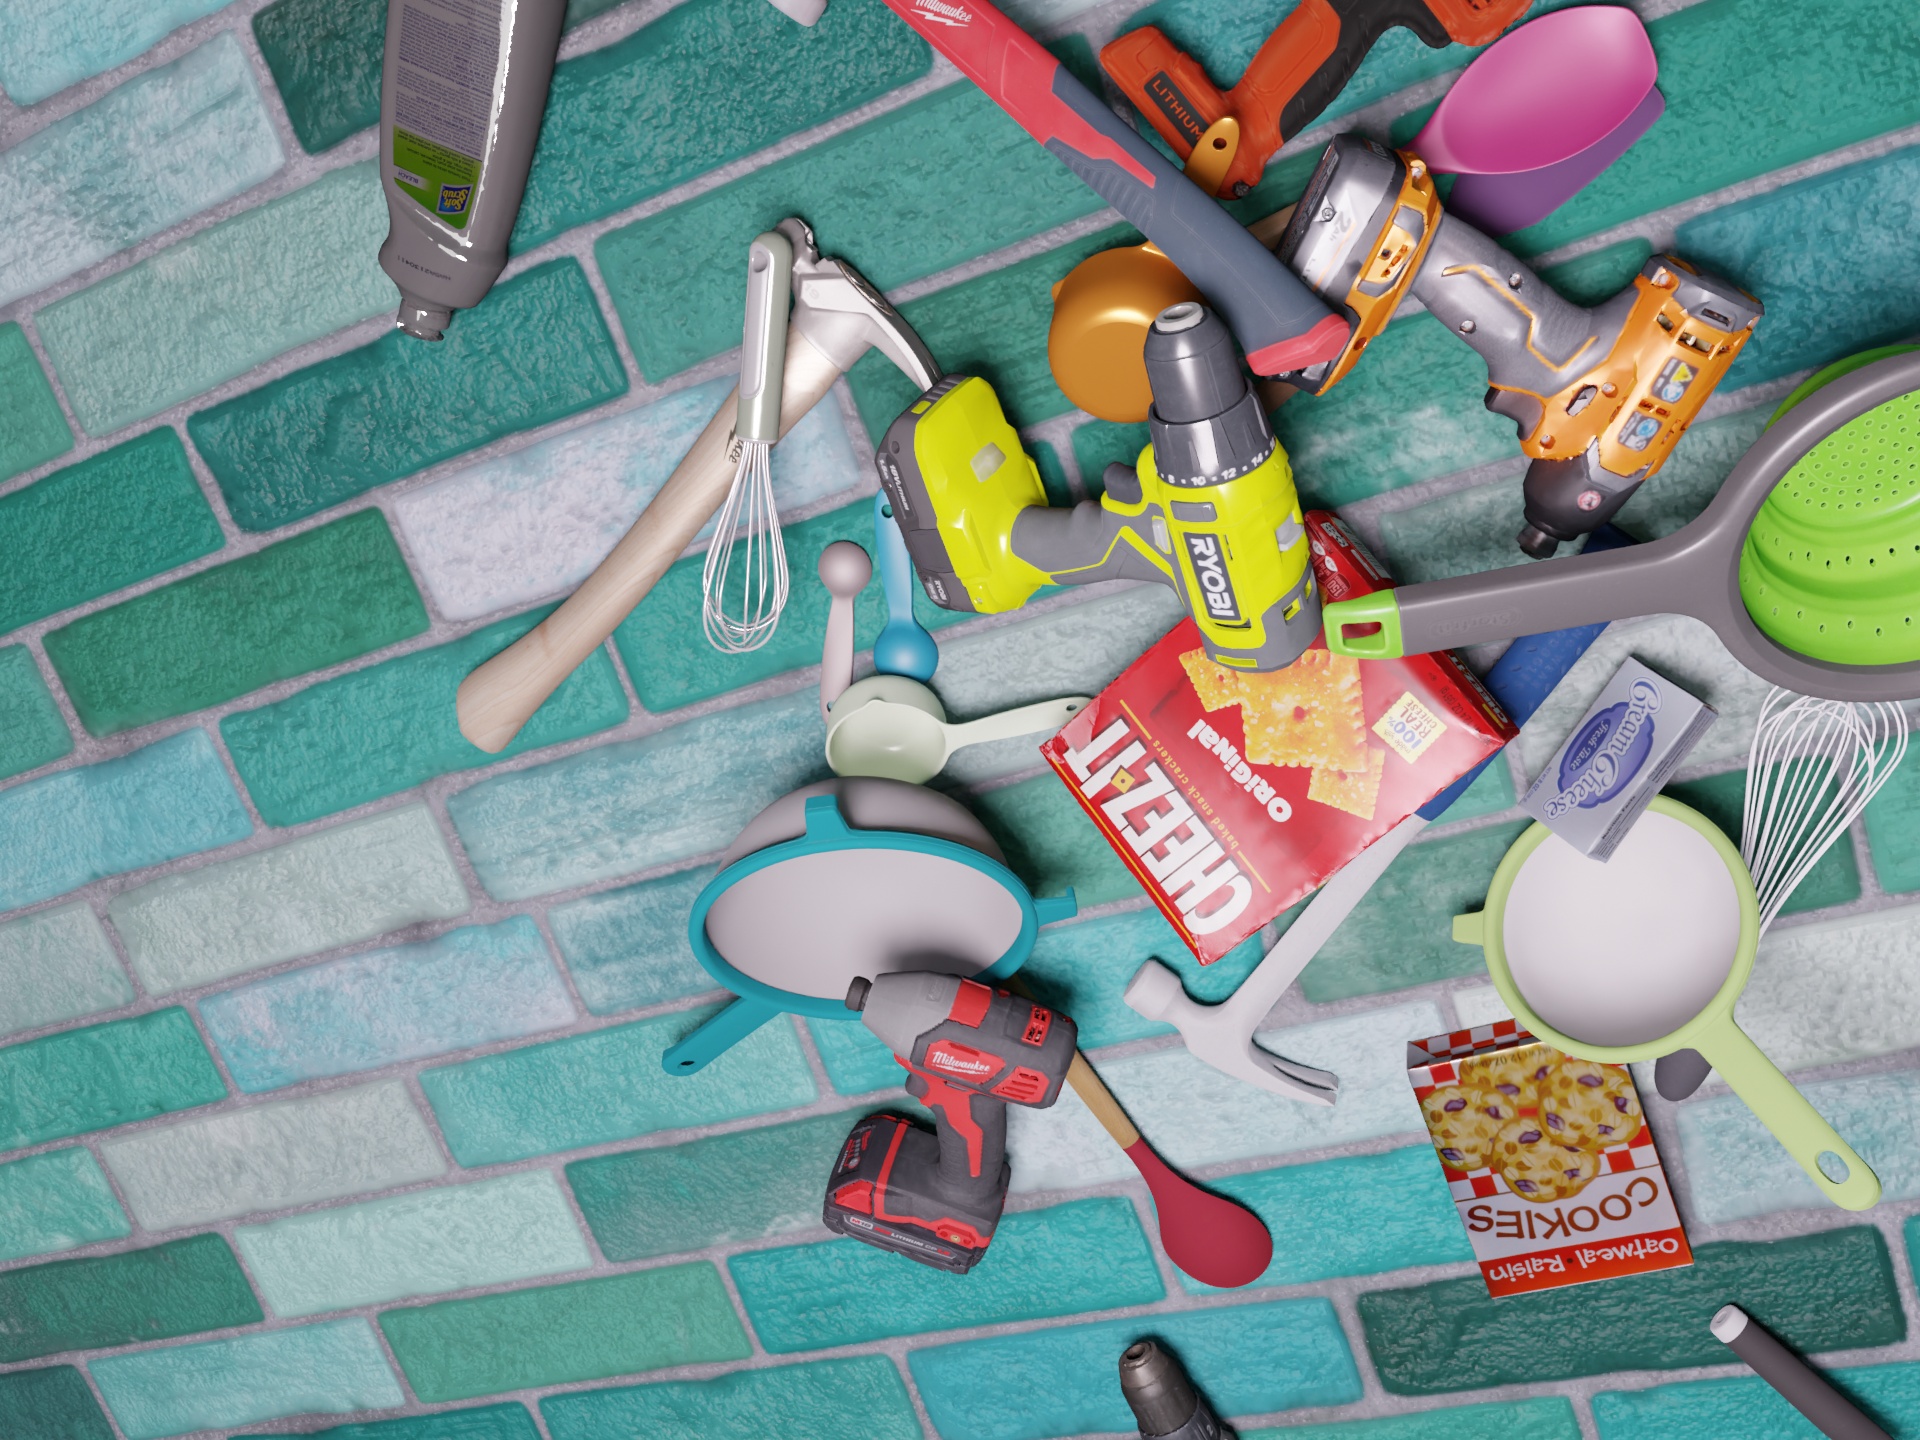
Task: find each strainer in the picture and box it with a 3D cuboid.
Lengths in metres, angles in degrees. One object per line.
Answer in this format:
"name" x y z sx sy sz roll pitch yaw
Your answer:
"strainer" 0.397 0.153 0.853 0.151 0.069 0.257 -49 46 20
"strainer" -0.098 0.129 1.024 0.210 0.095 0.340 23 136 -30

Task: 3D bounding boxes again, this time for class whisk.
"whisk" 0.445 0.100 0.887 0.070 0.070 0.284 14 116 10
"whisk" -0.120 -0.156 0.921 0.058 0.059 0.246 21 113 36

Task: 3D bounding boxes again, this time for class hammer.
"hammer" 0.264 0.062 0.933 0.144 0.035 0.405 35 114 2
"hammer" -0.181 -0.111 0.998 0.146 0.038 0.410 45 114 -4
"hammer" 0.057 -0.319 0.794 0.386 0.038 0.143 47 115 17

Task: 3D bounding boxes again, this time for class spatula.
"spatula" 0.227 -0.231 0.852 0.316 0.018 0.060 -41 86 23

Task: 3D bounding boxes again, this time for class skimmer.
"skimmer" 0.620 0.480 0.982 0.363 0.090 0.127 40 117 10

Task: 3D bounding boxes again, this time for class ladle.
"ladle" 0.098 0.257 1.052 0.069 0.031 0.315 -36 94 22

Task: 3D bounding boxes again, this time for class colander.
"colander" 0.377 -0.100 0.787 0.397 0.095 0.204 -9 131 12

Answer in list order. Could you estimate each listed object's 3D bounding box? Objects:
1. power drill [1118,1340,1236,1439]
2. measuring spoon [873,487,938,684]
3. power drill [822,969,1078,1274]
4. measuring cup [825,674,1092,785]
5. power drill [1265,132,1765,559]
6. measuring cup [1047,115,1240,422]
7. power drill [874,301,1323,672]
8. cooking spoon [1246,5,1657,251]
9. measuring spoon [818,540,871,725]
"power drill" 0.094 0.544 1.125 0.226 0.080 0.188 -24 101 19
"measuring spoon" -0.041 -0.078 0.976 0.042 0.021 0.128 -1 110 16
"power drill" -0.018 0.249 1.018 0.143 0.079 0.219 18 128 4
"measuring cup" -0.002 -0.003 0.984 0.167 0.038 0.083 -12 132 3
"power drill" 0.263 -0.184 0.812 0.226 0.084 0.164 22 120 -5
"measuring cup" 0.103 -0.229 0.830 0.095 0.052 0.173 20 140 -6
"power drill" 0.069 -0.124 0.833 0.229 0.080 0.190 10 135 40
"cooking spoon" 0.200 -0.276 0.838 0.319 0.017 0.069 -22 95 23
"measuring spoon" -0.078 -0.051 0.998 0.034 0.018 0.124 11 112 12
